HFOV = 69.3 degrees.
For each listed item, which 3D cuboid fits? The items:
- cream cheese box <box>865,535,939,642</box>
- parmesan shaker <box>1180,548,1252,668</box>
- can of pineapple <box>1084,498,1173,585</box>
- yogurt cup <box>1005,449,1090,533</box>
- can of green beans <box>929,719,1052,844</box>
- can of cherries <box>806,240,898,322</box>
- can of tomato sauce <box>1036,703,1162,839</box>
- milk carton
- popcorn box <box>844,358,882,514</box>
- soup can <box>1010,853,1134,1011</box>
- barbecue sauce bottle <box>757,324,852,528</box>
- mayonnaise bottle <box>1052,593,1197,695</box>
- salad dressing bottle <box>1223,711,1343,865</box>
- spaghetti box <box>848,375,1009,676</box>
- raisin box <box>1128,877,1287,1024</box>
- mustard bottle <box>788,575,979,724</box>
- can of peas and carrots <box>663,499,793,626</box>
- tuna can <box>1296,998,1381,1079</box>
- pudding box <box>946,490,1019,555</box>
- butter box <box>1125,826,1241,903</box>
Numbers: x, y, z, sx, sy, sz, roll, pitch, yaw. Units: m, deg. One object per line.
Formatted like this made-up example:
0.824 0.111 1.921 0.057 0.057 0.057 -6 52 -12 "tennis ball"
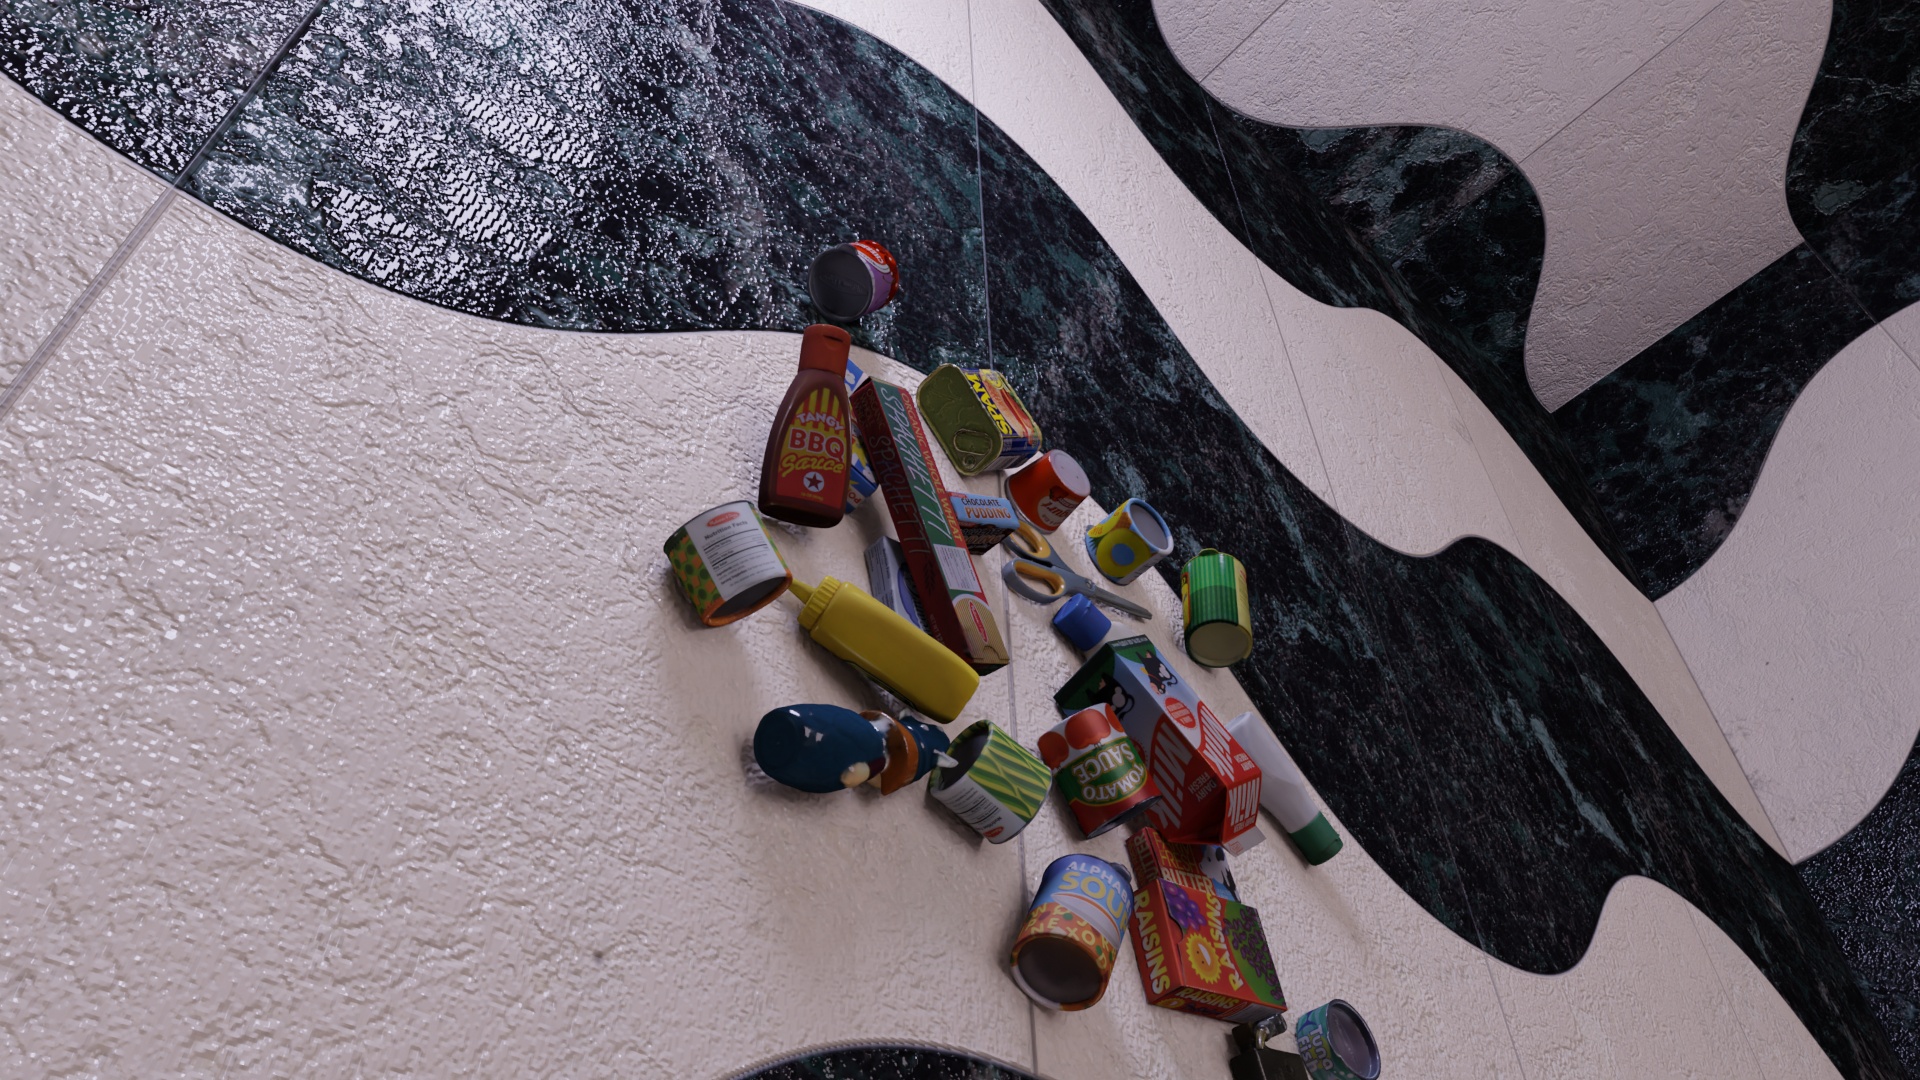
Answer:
-0.040 0.049 1.054 0.053 0.024 0.104 23 40 -36 "cream cheese box"
0.252 0.067 1.376 0.071 0.071 0.103 38 33 -21 "parmesan shaker"
0.162 0.000 1.342 0.071 0.057 0.071 33 34 -26 "can of pineapple"
0.084 -0.048 1.296 0.072 0.053 0.073 34 33 -26 "yogurt cup"
0.020 0.166 0.962 0.058 0.071 0.071 41 31 -15 "can of green beans"
-0.095 -0.236 1.250 0.071 0.071 0.058 50 30 0 "can of cherries"
0.106 0.175 1.062 0.071 0.071 0.083 -2 57 -54 "can of tomato sauce"
0.170 0.171 1.117 0.191 0.073 0.072 51 27 21 "milk carton"
-0.094 -0.088 1.122 0.085 0.038 0.127 41 32 -13 "popcorn box"
0.077 0.260 0.929 0.071 0.071 0.084 47 30 -6 "soup can"
-0.109 -0.087 1.032 0.065 0.043 0.149 14 71 -22 "barbecue sauce bottle"
0.145 0.109 1.216 0.148 0.041 0.065 44 33 -9 "mayonnaise bottle"
0.293 0.229 1.277 0.147 0.044 0.064 53 28 4 "salad dressing bottle"
-0.026 -0.013 1.069 0.050 0.028 0.251 11 52 -53 "spaghetti box"
0.184 0.311 1.045 0.123 0.040 0.086 25 39 -35 "raisin box"
-0.063 0.068 0.969 0.160 0.049 0.065 35 -8 -3 "mustard bottle"
-0.151 0.016 0.906 0.071 0.070 0.059 -9 64 -56 "can of peas and carrots"
0.298 0.402 1.101 0.071 0.032 0.071 34 34 -26 "tuna can"
0.004 -0.015 1.157 0.084 0.049 0.030 7 53 -50 "pudding box"
0.178 0.263 1.104 0.103 0.024 0.053 22 40 -39 "butter box"
